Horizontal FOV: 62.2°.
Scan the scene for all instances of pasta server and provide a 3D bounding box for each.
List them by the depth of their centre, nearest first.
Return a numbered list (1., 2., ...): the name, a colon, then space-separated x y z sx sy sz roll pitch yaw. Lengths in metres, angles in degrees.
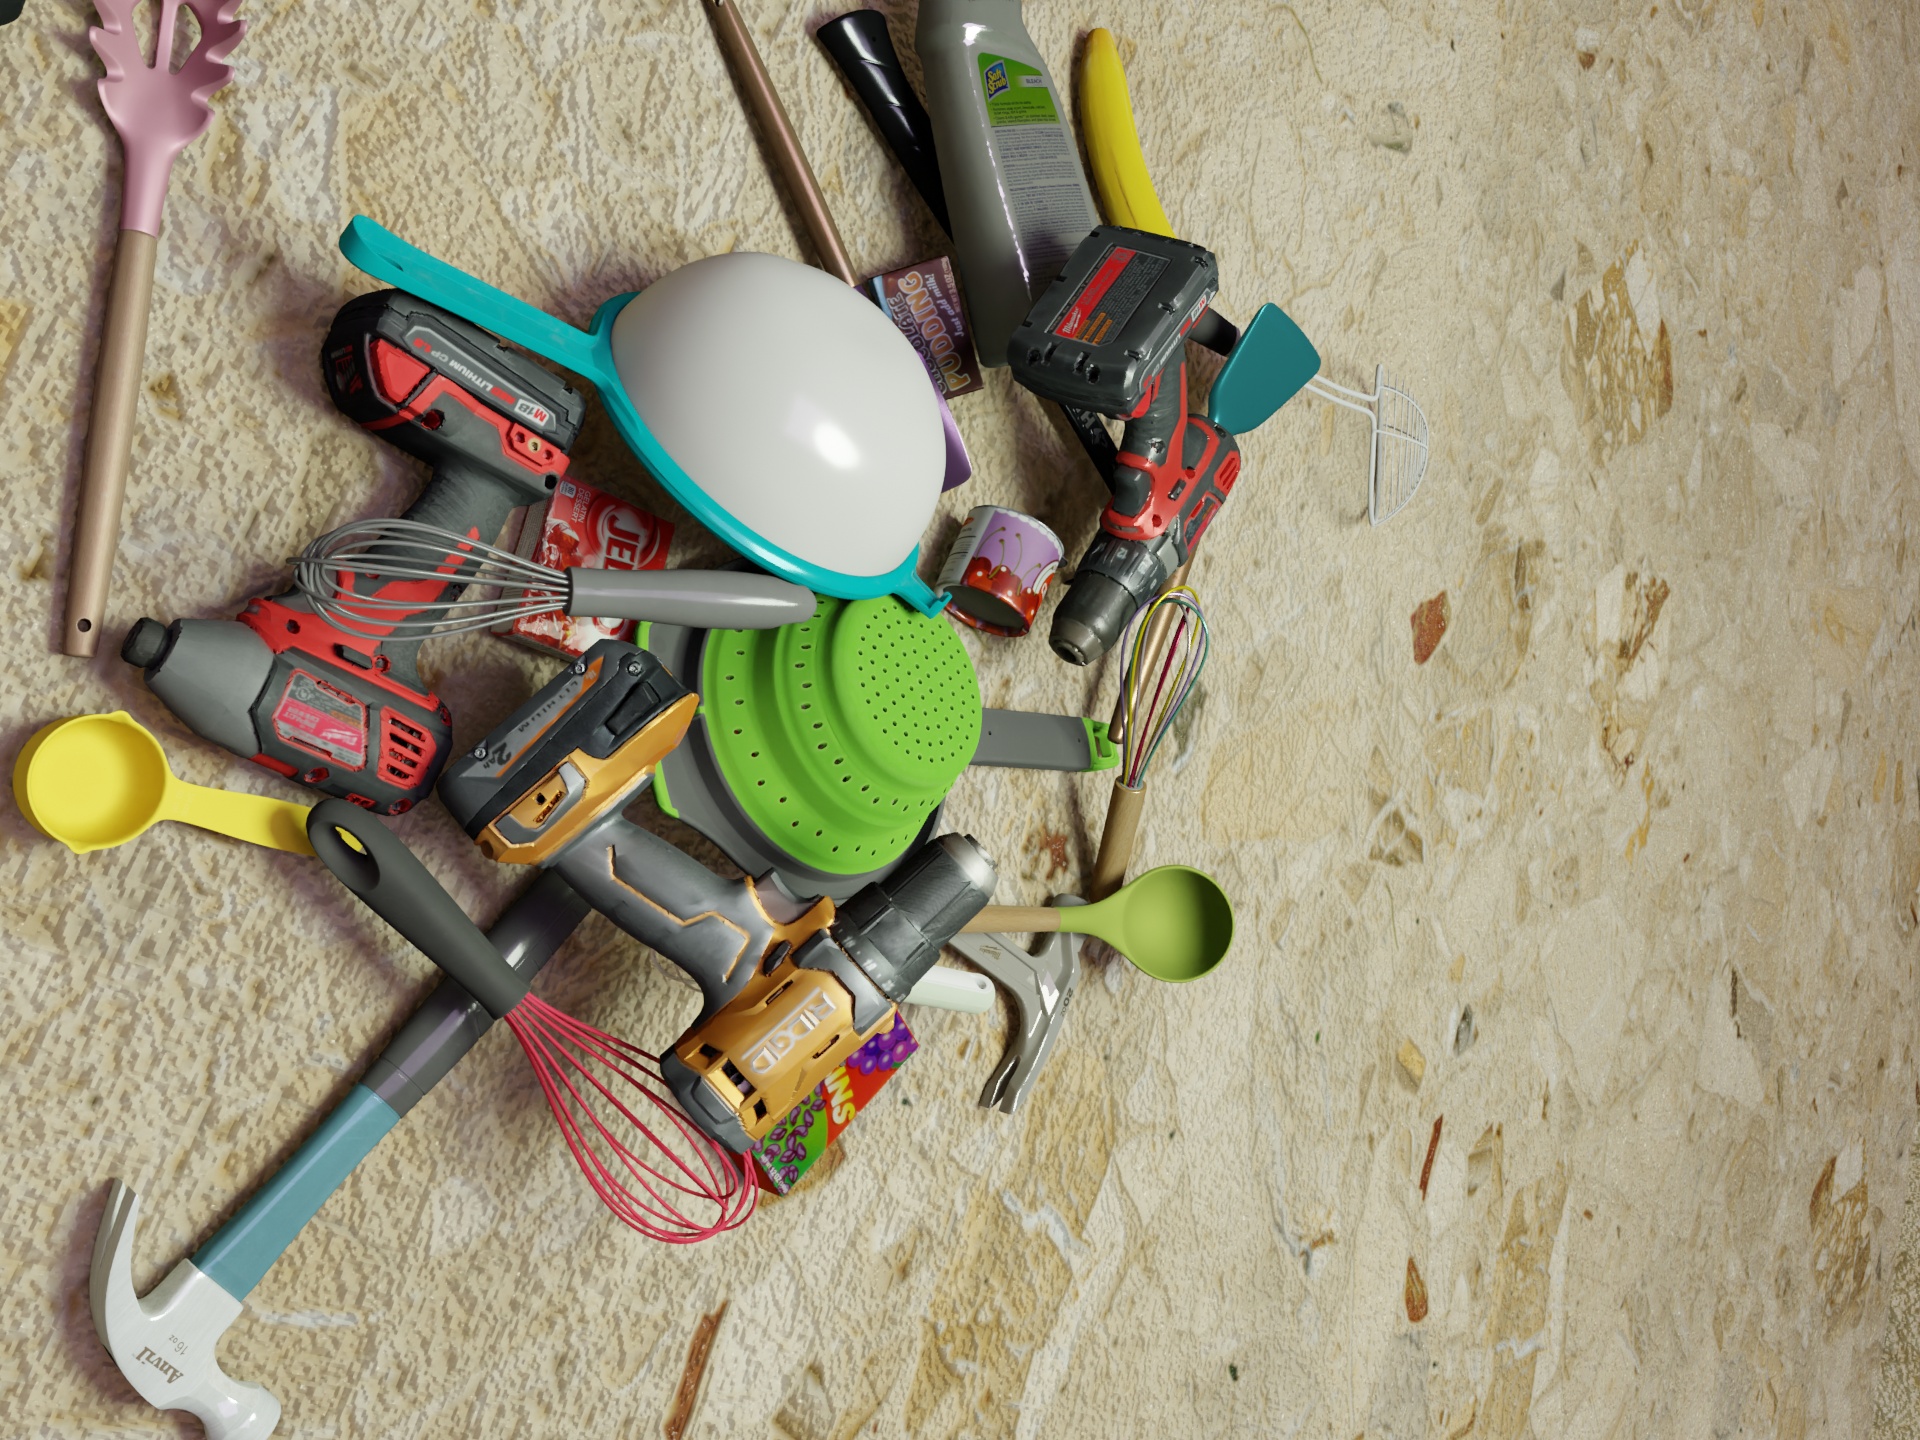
1. pasta server: -0.357 -0.184 0.684 0.060 0.040 0.316 8 86 -29

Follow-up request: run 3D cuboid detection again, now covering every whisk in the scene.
1. whisk: -0.174 -0.059 0.714 0.238 0.055 0.055 1 89 -29
2. whisk: -0.201 0.148 0.758 0.295 0.073 0.073 51 59 -18
3. whisk: -0.067 0.136 0.880 0.246 0.058 0.059 20 112 -43
4. whisk: 0.119 0.022 1.034 0.047 0.051 0.244 -46 151 -54

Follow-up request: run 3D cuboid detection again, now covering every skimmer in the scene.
1. skimmer: 0.226 -0.251 1.192 0.363 0.090 0.127 17 72 -31

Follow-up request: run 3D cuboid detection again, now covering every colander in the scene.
1. colander: -0.001 -0.003 0.929 0.396 0.094 0.205 5 71 -48

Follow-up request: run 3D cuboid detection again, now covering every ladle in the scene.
1. ladle: 0.046 0.123 0.980 0.320 0.062 0.078 7 86 -39

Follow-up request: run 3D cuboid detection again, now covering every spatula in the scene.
1. spatula: -0.078 -0.275 0.930 0.018 0.060 0.315 -77 145 -71
2. spatula: 0.165 -0.130 1.089 0.082 0.044 0.317 32 74 -44

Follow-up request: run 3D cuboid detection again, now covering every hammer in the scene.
1. hammer: -0.268 0.172 0.764 0.331 0.033 0.128 -51 122 -29
2. hammer: -0.052 0.097 0.951 0.358 0.037 0.149 41 64 -34
3. hammer: 0.032 -0.266 1.027 0.149 0.036 0.408 -51 120 -28

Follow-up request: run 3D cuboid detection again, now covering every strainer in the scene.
1. strainer: -0.122 -0.186 0.775 0.340 0.095 0.211 20 38 -44

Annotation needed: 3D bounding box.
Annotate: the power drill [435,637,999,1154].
1. power drill: -0.110 0.064 0.757 0.185 0.084 0.226 -41 91 -4

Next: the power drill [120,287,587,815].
1. power drill: -0.275 -0.079 0.733 0.143 0.078 0.220 30 73 -37

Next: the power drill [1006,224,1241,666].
1. power drill: 0.096 -0.155 0.951 0.188 0.080 0.226 -56 151 -20

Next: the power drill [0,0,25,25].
1. power drill: -0.439 -0.400 0.588 0.228 0.080 0.191 22 76 -42

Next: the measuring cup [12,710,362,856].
1. measuring cup: -0.342 0.038 0.712 0.156 0.029 0.062 25 73 -51
